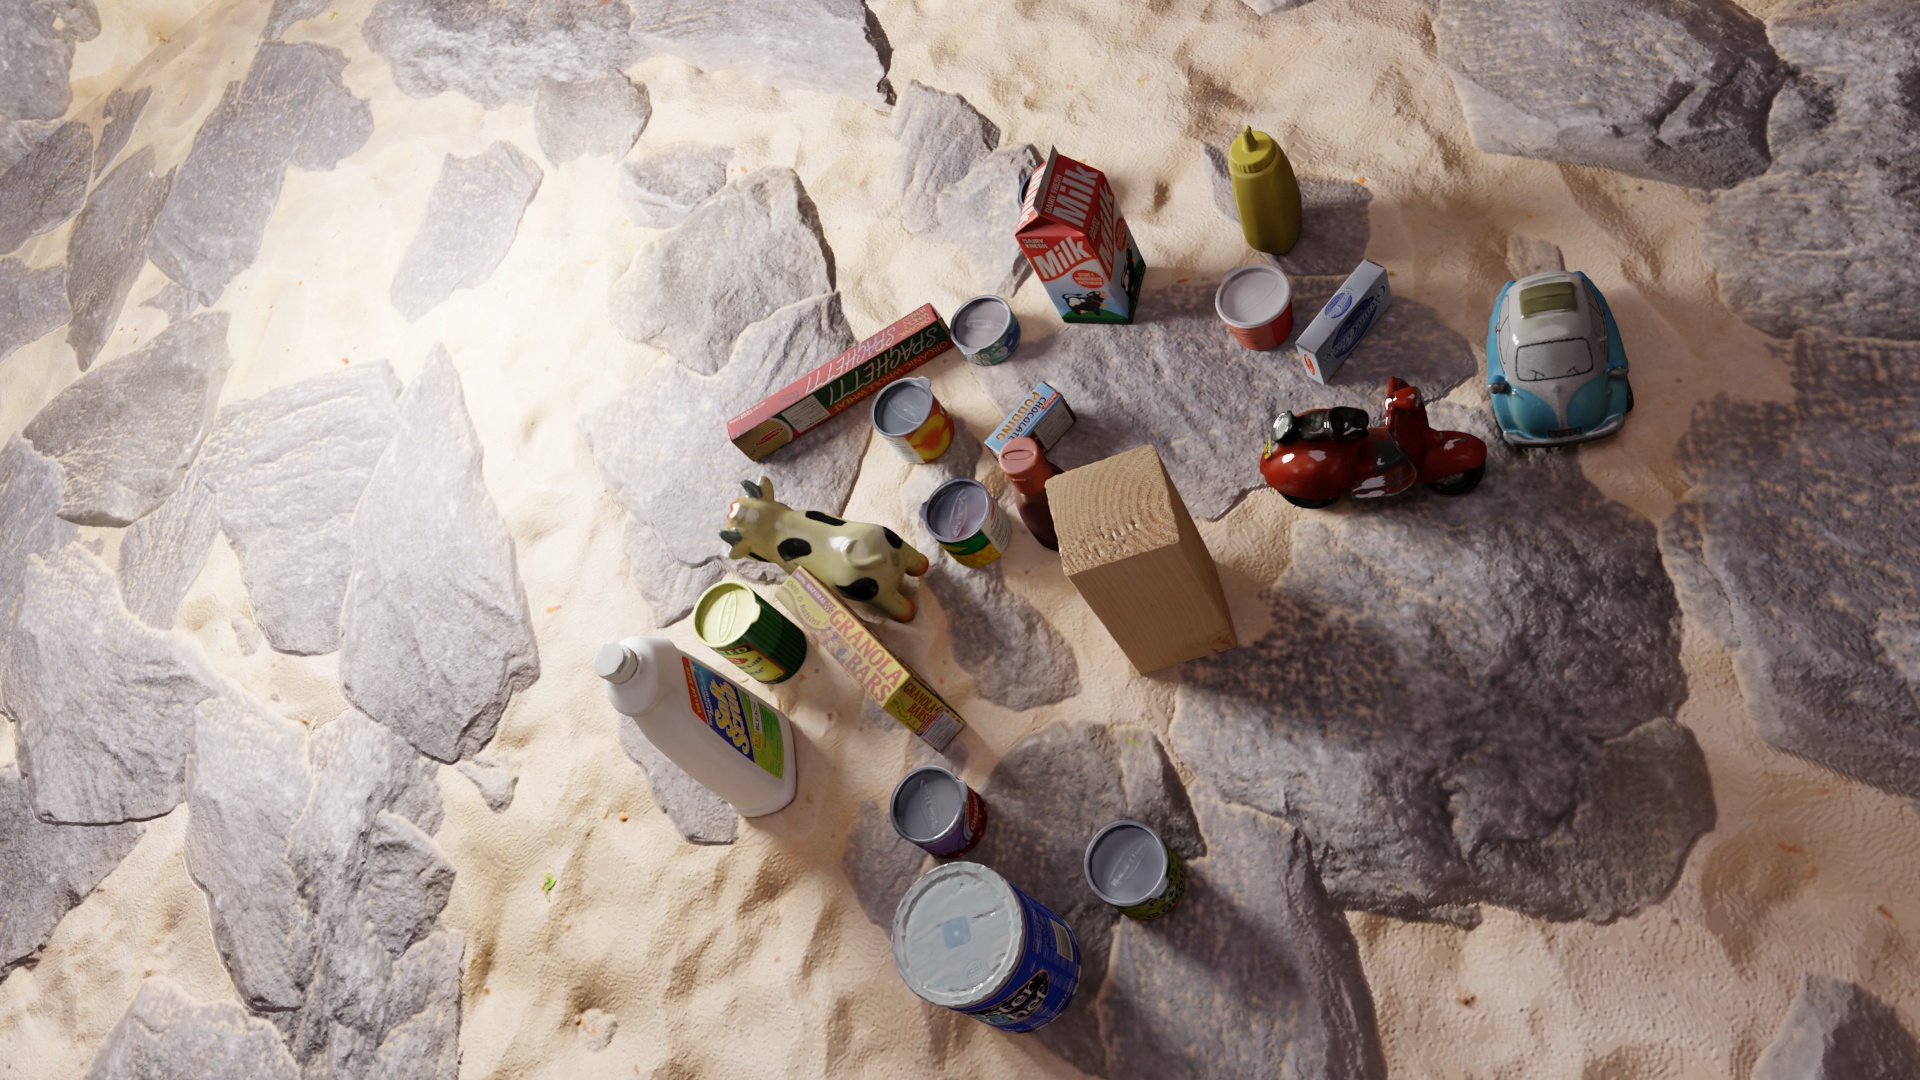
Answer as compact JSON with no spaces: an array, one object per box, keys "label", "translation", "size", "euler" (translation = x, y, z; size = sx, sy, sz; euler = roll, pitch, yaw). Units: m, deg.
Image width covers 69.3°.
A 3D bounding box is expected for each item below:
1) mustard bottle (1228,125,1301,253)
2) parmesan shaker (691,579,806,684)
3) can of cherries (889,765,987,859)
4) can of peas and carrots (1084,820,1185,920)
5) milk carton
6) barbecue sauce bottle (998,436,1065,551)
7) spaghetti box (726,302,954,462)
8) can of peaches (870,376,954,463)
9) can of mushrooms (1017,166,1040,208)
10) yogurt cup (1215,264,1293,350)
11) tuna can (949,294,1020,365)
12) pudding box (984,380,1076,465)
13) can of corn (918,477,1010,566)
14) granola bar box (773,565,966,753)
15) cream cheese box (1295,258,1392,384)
[{"label":"mustard bottle","translation":[0.275,-0.328,1.268],"size":[0.049,0.160,0.065],"euler":[9,69,28]},{"label":"parmesan shaker","translation":[-0.192,0.087,1.291],"size":[0.071,0.103,0.071],"euler":[-11,61,19]},{"label":"can of cherries","translation":[-0.015,0.228,1.164],"size":[0.071,0.058,0.072],"euler":[-10,60,19]},{"label":"can of peas and carrots","translation":[0.138,0.258,1.079],"size":[0.071,0.058,0.071],"euler":[-10,60,19]},{"label":"milk carton","translation":[0.108,-0.283,1.300],"size":[0.073,0.190,0.072],"euler":[6,67,27]},{"label":"barbecue sauce bottle","translation":[0.075,-0.039,1.210],"size":[0.065,0.148,0.044],"euler":[-1,64,24]},{"label":"spaghetti box","translation":[-0.122,-0.161,1.423],"size":[0.250,0.050,0.029],"euler":[-30,56,7]},{"label":"can of peaches","translation":[-0.045,-0.118,1.361],"size":[0.071,0.058,0.071],"euler":[-10,60,19]},{"label":"can of mushrooms","translation":[0.097,-0.353,1.438],"size":[0.071,0.033,0.071],"euler":[-10,60,19]},{"label":"yogurt cup","translation":[0.272,-0.210,1.271],"size":[0.072,0.053,0.073],"euler":[-10,60,19]},{"label":"tuna can","translation":[0.025,-0.209,1.394],"size":[0.071,0.032,0.071],"euler":[-10,60,19]},{"label":"pudding box","translation":[0.066,-0.103,1.309],"size":[0.084,0.049,0.030],"euler":[-48,56,-5]},{"label":"can of corn","translation":[0.005,-0.016,1.285],"size":[0.071,0.058,0.071],"euler":[-10,60,19]},{"label":"granola bar box","translation":[-0.079,0.103,1.218],"size":[0.039,0.124,0.166],"euler":[-46,55,-4]},{"label":"cream cheese box","translation":[0.341,-0.194,1.232],"size":[0.024,0.053,0.104],"euler":[36,82,34]}]
